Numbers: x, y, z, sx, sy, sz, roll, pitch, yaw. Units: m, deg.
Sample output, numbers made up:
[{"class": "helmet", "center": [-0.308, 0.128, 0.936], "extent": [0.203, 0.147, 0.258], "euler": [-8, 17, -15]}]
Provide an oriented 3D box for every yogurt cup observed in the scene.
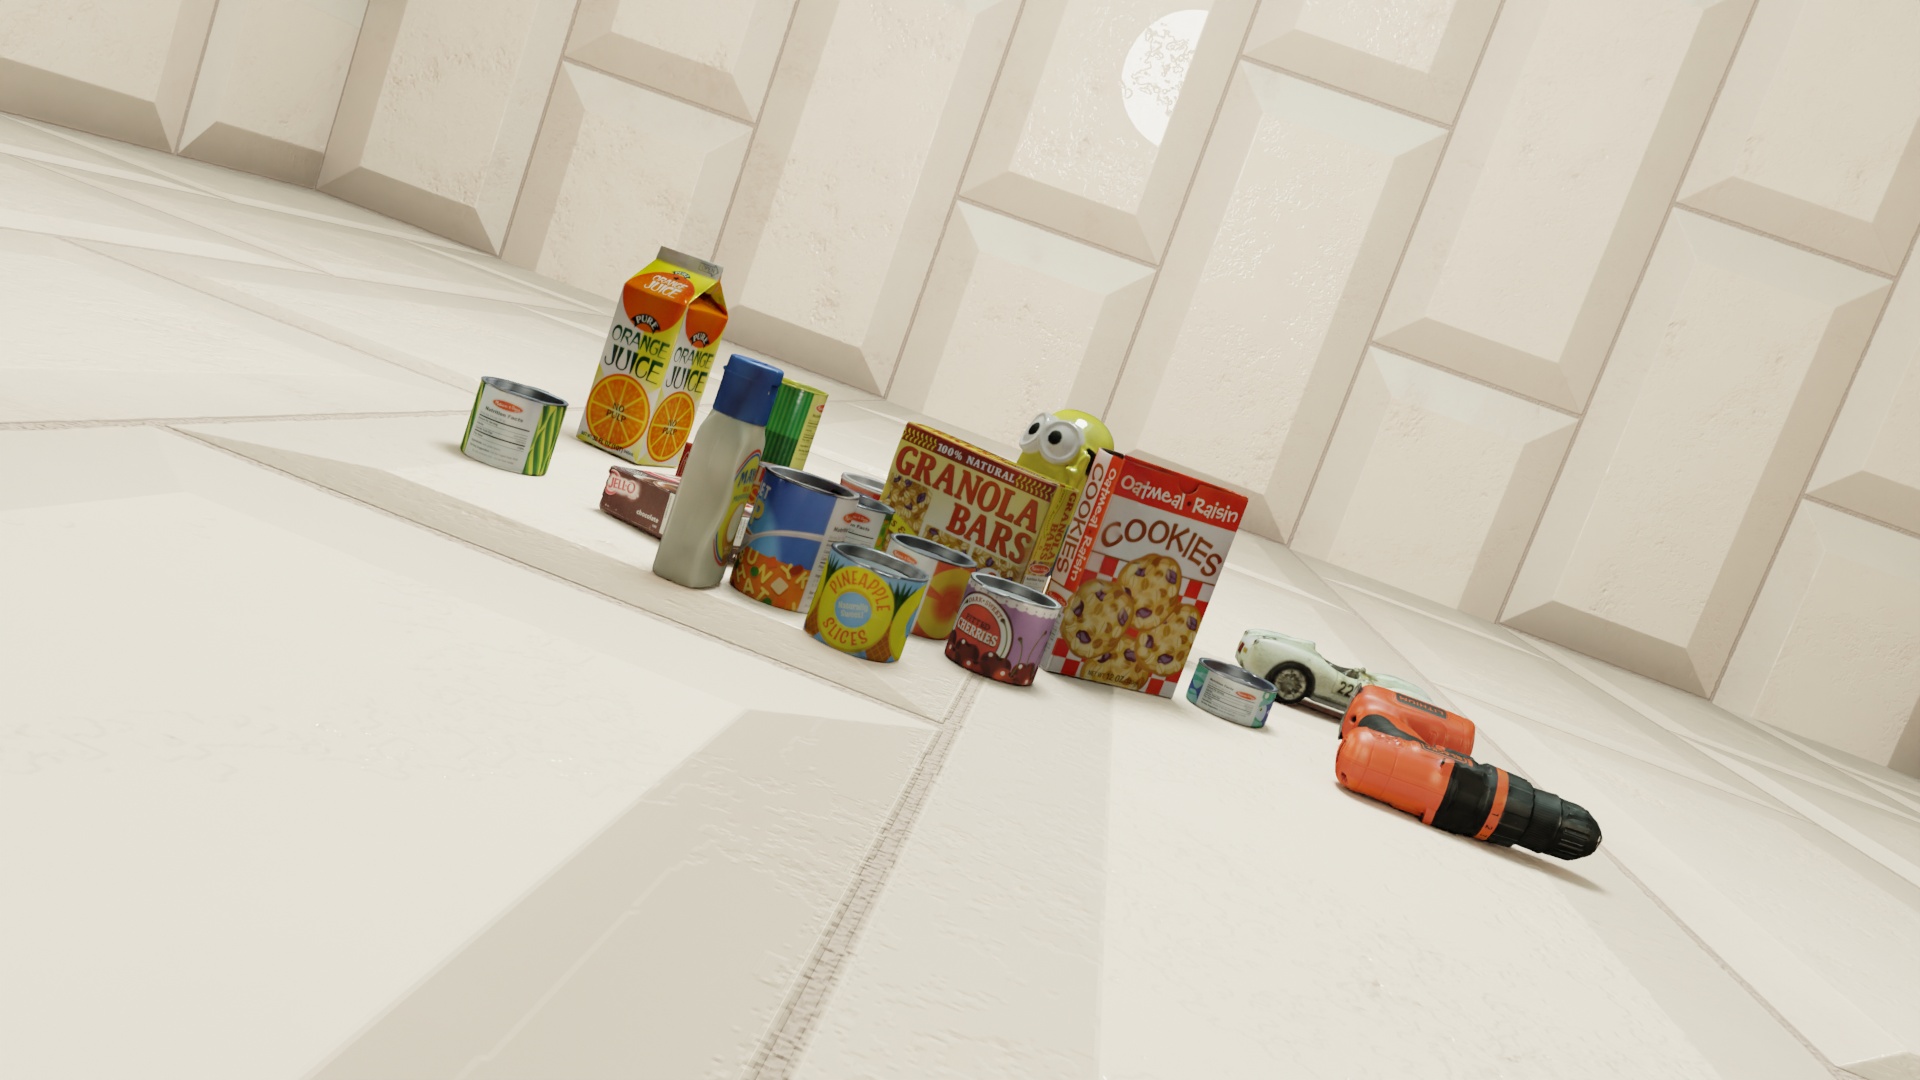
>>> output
[{"class": "yogurt cup", "center": [-0.085, -0.027, 1.274], "extent": [0.072, 0.054, 0.072], "euler": [20, 8, -3]}]

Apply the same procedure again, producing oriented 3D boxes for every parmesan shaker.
[{"class": "parmesan shaker", "center": [-0.185, -0.113, 1.438], "extent": [0.071, 0.103, 0.071], "euler": [20, 8, -3]}]

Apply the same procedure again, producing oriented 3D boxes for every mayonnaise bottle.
[{"class": "mayonnaise bottle", "center": [-0.153, -0.044, 0.892], "extent": [0.041, 0.148, 0.065], "euler": [21, 7, 8]}]

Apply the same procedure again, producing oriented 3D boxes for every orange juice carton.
[{"class": "orange juice carton", "center": [-0.275, -0.169, 1.270], "extent": [0.072, 0.192, 0.073], "euler": [23, 8, 20]}]

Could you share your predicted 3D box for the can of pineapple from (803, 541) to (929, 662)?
[{"class": "can of pineapple", "center": [-0.060, 0.039, 0.880], "extent": [0.071, 0.057, 0.071], "euler": [20, 8, -3]}]

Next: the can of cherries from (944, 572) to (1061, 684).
[{"class": "can of cherries", "center": [0.027, 0.060, 0.949], "extent": [0.071, 0.058, 0.071], "euler": [20, 8, -3]}]

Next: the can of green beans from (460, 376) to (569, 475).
[{"class": "can of green beans", "center": [-0.338, -0.086, 1.051], "extent": [0.071, 0.057, 0.071], "euler": [20, 8, -3]}]

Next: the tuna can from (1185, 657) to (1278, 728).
[{"class": "tuna can", "center": [0.213, 0.119, 1.094], "extent": [0.071, 0.032, 0.071], "euler": [19, 8, -3]}]

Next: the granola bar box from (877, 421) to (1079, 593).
[{"class": "granola bar box", "center": [0.004, -0.015, 1.157], "extent": [0.166, 0.124, 0.039], "euler": [25, 9, 34]}]

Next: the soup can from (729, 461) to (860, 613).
[{"class": "soup can", "center": [-0.115, -0.002, 0.934], "extent": [0.071, 0.083, 0.071], "euler": [20, 8, -3]}]

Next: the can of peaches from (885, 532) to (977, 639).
[{"class": "can of peaches", "center": [-0.027, 0.033, 1.000], "extent": [0.071, 0.058, 0.071], "euler": [20, 8, -3]}]

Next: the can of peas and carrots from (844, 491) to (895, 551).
[{"class": "can of peas and carrots", "center": [-0.092, -0.007, 1.111], "extent": [0.071, 0.058, 0.071], "euler": [20, 8, -3]}]

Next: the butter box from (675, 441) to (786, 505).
[{"class": "butter box", "center": [-0.187, -0.044, 1.145], "extent": [0.103, 0.053, 0.024], "euler": [13, 10, -41]}]

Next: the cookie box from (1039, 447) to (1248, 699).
[{"class": "cookie box", "center": [0.133, 0.026, 1.040], "extent": [0.123, 0.167, 0.040], "euler": [16, 9, -30]}]
